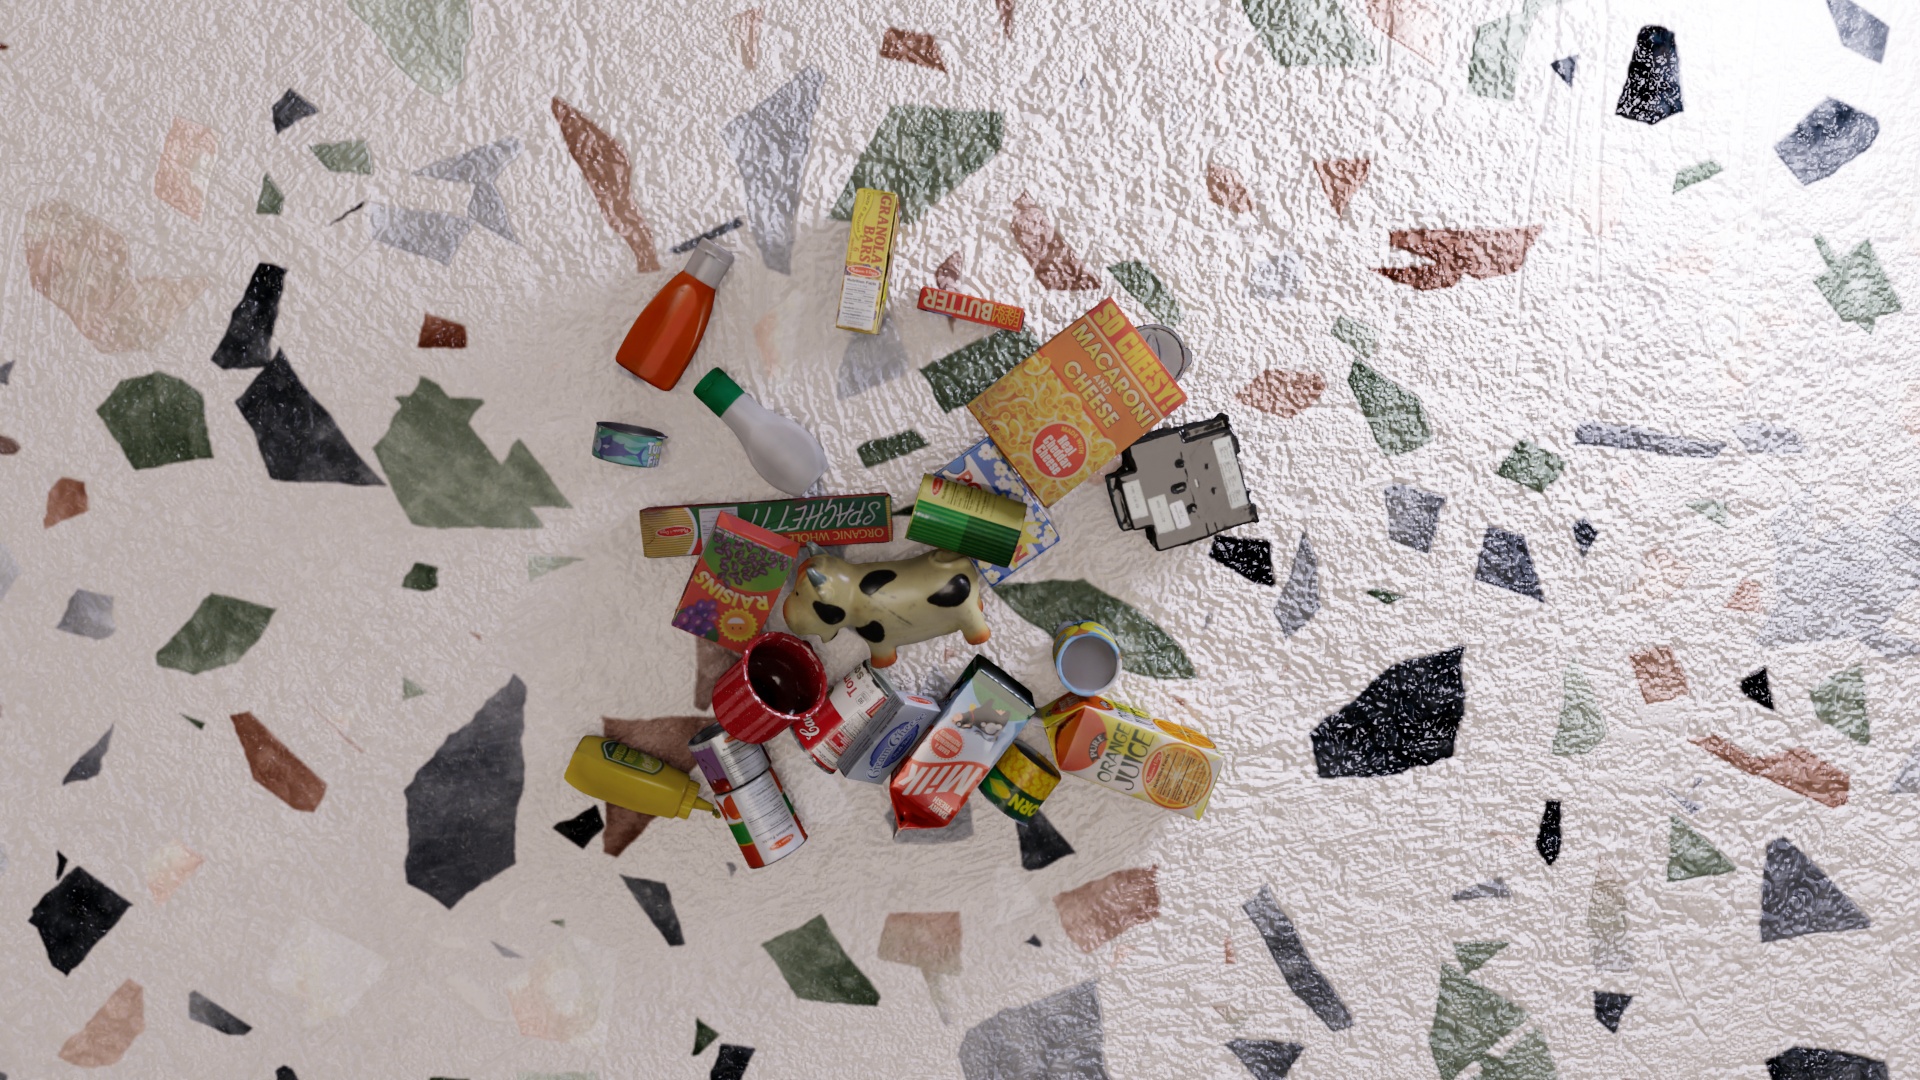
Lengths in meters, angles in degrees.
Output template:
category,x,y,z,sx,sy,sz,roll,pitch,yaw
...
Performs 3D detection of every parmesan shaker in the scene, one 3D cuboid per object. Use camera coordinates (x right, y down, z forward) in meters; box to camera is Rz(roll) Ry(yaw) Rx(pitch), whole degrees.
category,x,y,z,sx,sy,sz,roll,pitch,yaw
parmesan shaker,0.005,-0.017,1.324,0.103,0.071,0.071,17,97,-2

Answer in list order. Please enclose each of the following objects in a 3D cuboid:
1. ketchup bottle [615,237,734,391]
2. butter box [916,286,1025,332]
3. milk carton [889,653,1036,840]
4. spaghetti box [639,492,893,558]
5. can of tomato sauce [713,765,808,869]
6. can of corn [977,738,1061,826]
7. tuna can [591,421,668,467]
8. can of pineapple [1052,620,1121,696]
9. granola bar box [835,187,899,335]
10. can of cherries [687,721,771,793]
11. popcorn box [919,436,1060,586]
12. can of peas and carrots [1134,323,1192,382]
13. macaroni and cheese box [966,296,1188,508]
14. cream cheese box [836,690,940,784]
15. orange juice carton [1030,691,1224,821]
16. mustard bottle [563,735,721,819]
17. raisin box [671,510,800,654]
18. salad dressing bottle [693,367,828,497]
category,x,y,z,sx,sy,sz,roll,pitch,yaw
ketchup bottle,-0.273,-0.222,1.351,0.065,0.043,0.148,32,96,-5
butter box,0.011,-0.224,1.346,0.103,0.053,0.024,13,100,-1
milk carton,-0.011,0.215,1.393,0.073,0.072,0.190,37,96,-5
spaghetti box,-0.191,-0.016,1.385,0.250,0.029,0.050,-4,98,1
can of tomato sauce,-0.203,0.279,1.406,0.071,0.071,0.083,-25,96,4
can of corn,0.061,0.243,1.398,0.071,0.071,0.058,37,96,-4
tuna can,-0.322,-0.093,1.356,0.071,0.071,0.032,12,99,-1
can of pineapple,0.124,0.117,1.387,0.071,0.058,0.071,0,98,0
granola bar box,-0.083,-0.254,1.286,0.039,0.166,0.124,9,98,-3
can of cherries,-0.233,0.213,1.399,0.071,0.071,0.058,-27,98,4
popcorn box,0.030,-0.029,1.379,0.085,0.038,0.126,-35,96,6
can of peas and carrots,0.185,-0.177,1.349,0.071,0.059,0.071,0,98,0
macaroni and cheese box,0.108,-0.129,1.298,0.166,0.040,0.123,-38,95,0
cream cheese box,-0.071,0.193,1.361,0.053,0.024,0.103,21,114,-45
orange juice carton,0.158,0.207,1.392,0.193,0.072,0.073,20,97,-3
mustard bottle,-0.316,0.246,1.405,0.160,0.065,0.048,22,103,-9
raisin box,-0.222,0.043,1.368,0.086,0.040,0.123,23,113,-12
salad dressing bottle,-0.197,-0.108,1.367,0.147,0.044,0.064,44,96,-4
